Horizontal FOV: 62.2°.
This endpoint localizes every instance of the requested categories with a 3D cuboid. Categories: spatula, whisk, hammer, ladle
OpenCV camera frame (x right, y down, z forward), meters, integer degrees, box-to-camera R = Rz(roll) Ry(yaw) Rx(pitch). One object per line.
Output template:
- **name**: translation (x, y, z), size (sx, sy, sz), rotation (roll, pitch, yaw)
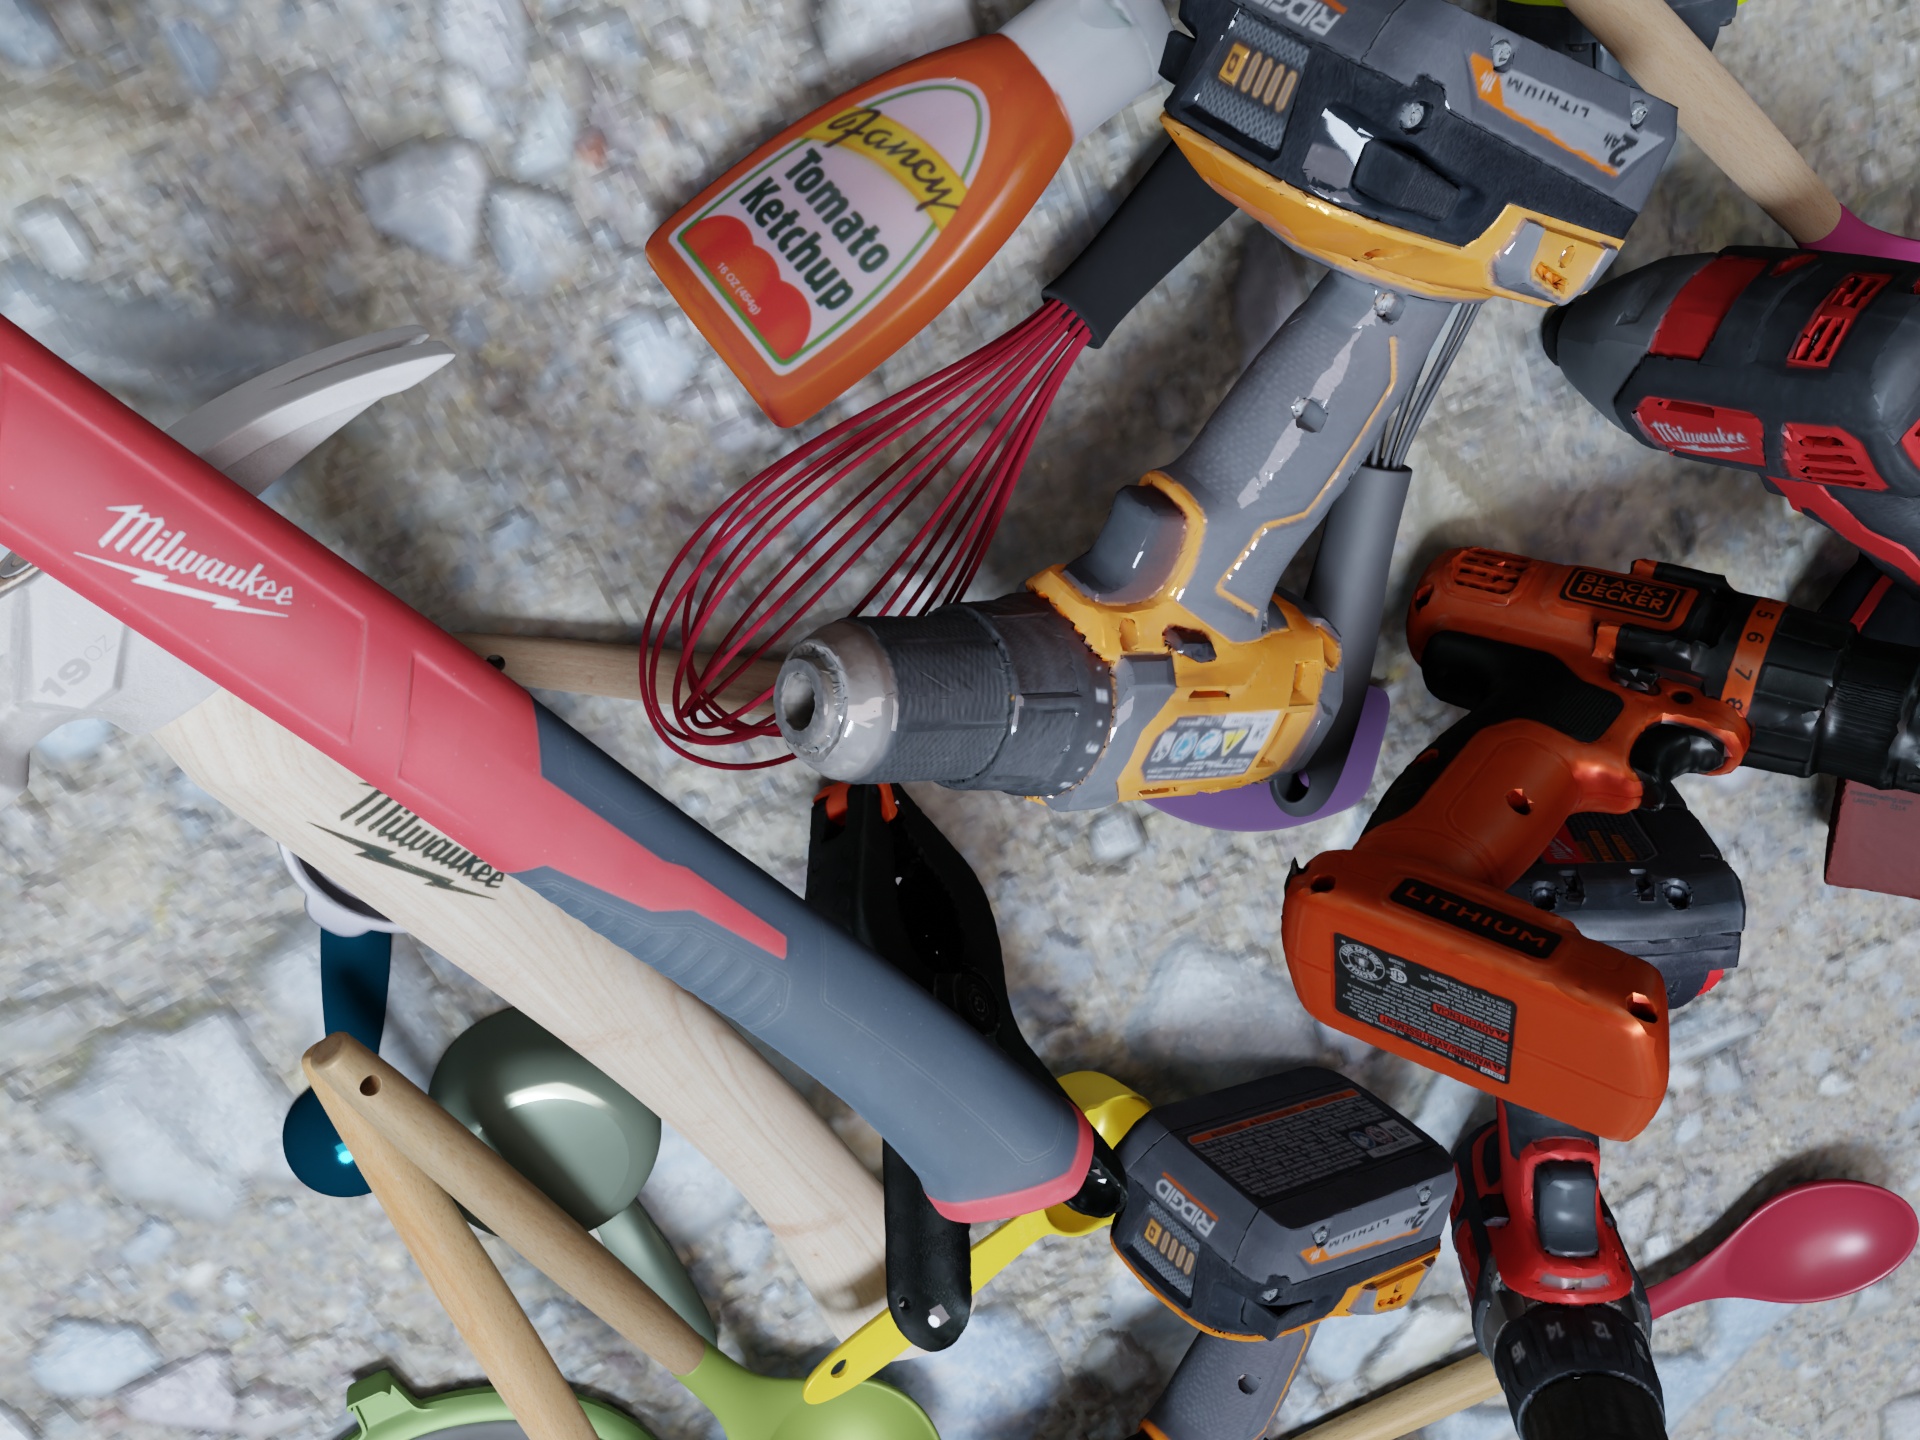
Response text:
- **spatula**: translation (-0.001, -0.002, 0.512), size (0.315, 0.018, 0.059), rotation (7, 105, -19)
- **whisk**: translation (0.126, -0.079, 0.497), size (0.055, 0.055, 0.238), rotation (2, 111, -16)
- **hammer**: translation (-0.090, 0.002, 0.355), size (0.386, 0.038, 0.143), rotation (41, 84, -30)
- **whisk**: translation (0.018, -0.101, 0.453), size (0.296, 0.073, 0.073), rotation (-47, 116, -2)
- **ladle**: translation (0.268, 0.270, 0.694), size (0.315, 0.031, 0.069), rotation (-21, 113, -5)
- **ladle**: translation (-0.096, 0.200, 0.516), size (0.078, 0.062, 0.319), rotation (-51, 131, -24)
- **hammer**: translation (-0.089, 0.081, 0.465), size (0.146, 0.038, 0.410), rotation (-42, 130, -8)

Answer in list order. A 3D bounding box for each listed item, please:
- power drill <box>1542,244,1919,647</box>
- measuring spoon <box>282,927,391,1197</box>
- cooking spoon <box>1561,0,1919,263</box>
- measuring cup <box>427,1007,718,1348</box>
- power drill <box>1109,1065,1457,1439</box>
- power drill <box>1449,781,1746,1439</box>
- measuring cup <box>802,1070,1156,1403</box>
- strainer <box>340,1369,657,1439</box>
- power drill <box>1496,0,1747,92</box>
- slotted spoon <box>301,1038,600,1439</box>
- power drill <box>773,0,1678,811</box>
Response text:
- **power drill**: translation (0.283, -0.066, 0.504), size (0.219, 0.143, 0.078), rotation (35, 91, -31)
- **measuring spoon**: translation (-0.190, 0.098, 0.497), size (0.042, 0.021, 0.128), rotation (3, 112, -17)
- **cooking spoon**: translation (0.240, -0.158, 0.466), size (0.318, 0.017, 0.068), rotation (18, 137, -39)
- **measuring cup**: translation (-0.119, 0.172, 0.537), size (0.083, 0.038, 0.167), rotation (-25, 114, -5)
- **power drill**: translation (0.082, 0.250, 0.581), size (0.164, 0.084, 0.226), rotation (-2, 115, -40)
- **power drill**: translation (0.207, 0.143, 0.540), size (0.080, 0.188, 0.226), rotation (-2, 111, 9)
- **measuring cup**: translation (0.004, 0.178, 0.555), size (0.156, 0.029, 0.062), rotation (-32, 127, -23)
- **strainer**: translation (-0.124, 0.334, 0.585), size (0.256, 0.069, 0.151), rotation (18, 106, -20)
- **power drill**: translation (0.265, -0.246, 0.457), size (0.223, 0.080, 0.171), rotation (-12, 119, -7)
- **slotted spoon**: translation (-0.132, 0.232, 0.517), size (0.070, 0.031, 0.313), rotation (-37, 115, -35)
- **power drill**: translation (0.059, -0.072, 0.404), size (0.185, 0.084, 0.226), rotation (-3, 128, -40)
